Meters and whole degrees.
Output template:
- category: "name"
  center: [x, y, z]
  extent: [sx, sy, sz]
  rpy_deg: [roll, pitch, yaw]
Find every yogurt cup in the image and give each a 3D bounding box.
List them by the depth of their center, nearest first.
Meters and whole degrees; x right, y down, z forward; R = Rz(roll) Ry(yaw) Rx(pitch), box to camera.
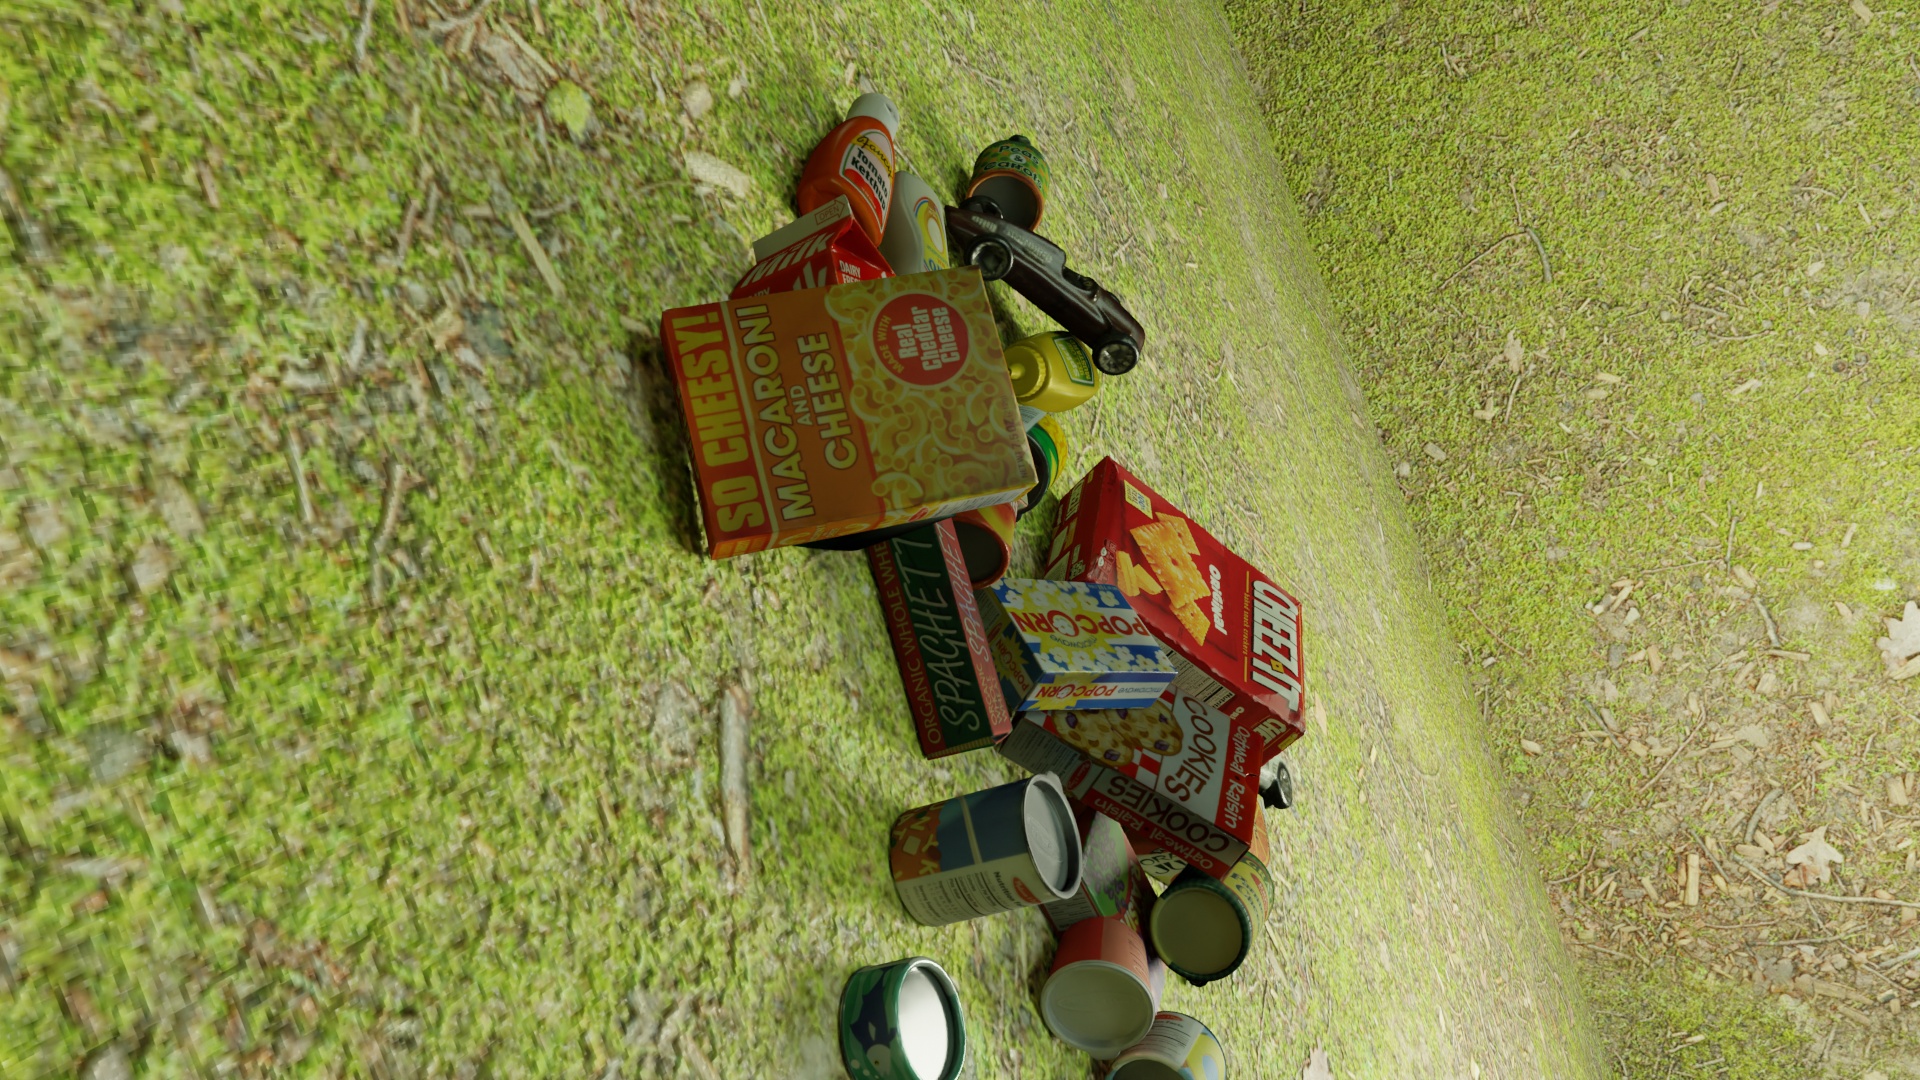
- category: "yogurt cup"
  center: [0.085, 0.268, 0.846]
  extent: [0.072, 0.072, 0.054]
  rpy_deg: [62, 18, -17]

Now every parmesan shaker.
- category: "parmesan shaker"
  center: [0.171, 0.252, 0.935]
  extent: [0.103, 0.071, 0.071]
  rpy_deg: [-5, 76, -69]

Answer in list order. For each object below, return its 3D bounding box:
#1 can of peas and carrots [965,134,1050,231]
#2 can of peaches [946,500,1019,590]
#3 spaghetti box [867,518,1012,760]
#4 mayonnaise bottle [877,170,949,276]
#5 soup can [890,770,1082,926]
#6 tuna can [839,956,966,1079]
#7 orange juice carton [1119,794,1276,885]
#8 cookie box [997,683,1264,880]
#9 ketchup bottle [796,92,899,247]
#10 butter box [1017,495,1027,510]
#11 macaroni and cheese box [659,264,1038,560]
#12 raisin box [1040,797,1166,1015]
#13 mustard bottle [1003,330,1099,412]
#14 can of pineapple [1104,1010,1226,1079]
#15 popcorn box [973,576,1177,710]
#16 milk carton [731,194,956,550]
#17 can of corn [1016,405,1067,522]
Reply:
- category: "can of peas and carrots"
  center: [0.040, -0.292, 1.152]
  extent: [0.070, 0.071, 0.059]
  rpy_deg: [54, 30, -31]
- category: "can of peaches"
  center: [0.003, -0.011, 0.874]
  extent: [0.071, 0.071, 0.058]
  rpy_deg: [53, 31, -32]
- category: "spaghetti box"
  center: [-0.028, 0.004, 0.825]
  extent: [0.029, 0.050, 0.250]
  rpy_deg: [-1, 74, -63]
- category: "mayonnaise bottle"
  center: [-0.029, -0.181, 0.966]
  extent: [0.064, 0.041, 0.148]
  rpy_deg: [30, 46, -56]
- category: "soup can"
  center: [0.014, 0.166, 0.752]
  extent: [0.071, 0.083, 0.072]
  rpy_deg: [44, 35, -44]
- category: "tuna can"
  center: [-0.027, 0.240, 0.675]
  extent: [0.071, 0.033, 0.071]
  rpy_deg: [44, 35, -43]
- category: "orange juice carton"
  center: [0.162, 0.203, 1.034]
  extent: [0.192, 0.073, 0.072]
  rpy_deg: [40, 39, -47]
- category: "cookie box"
  center: [0.120, 0.137, 0.933]
  extent: [0.167, 0.040, 0.123]
  rpy_deg: [30, 31, 0]
- category: "ketchup bottle"
  center: [-0.070, -0.252, 0.934]
  extent: [0.064, 0.043, 0.149]
  rpy_deg: [52, 30, -33]
- category: "butter box"
  center: [-0.003, -0.047, 0.909]
  extent: [0.103, 0.053, 0.024]
  rpy_deg: [43, 33, -45]
- category: "macaroni and cheese box"
  center: [-0.057, -0.066, 0.707]
  extent: [0.040, 0.167, 0.124]
  rpy_deg: [135, -58, -69]
- category: "raisin box"
  center: [0.095, 0.240, 0.913]
  extent: [0.123, 0.040, 0.086]
  rpy_deg: [63, 25, -17]
- category: "mustard bottle"
  center: [0.064, -0.134, 1.109]
  extent: [0.065, 0.048, 0.161]
  rpy_deg: [65, 25, 3]
- category: "can of pineapple"
  center: [0.129, 0.342, 0.876]
  extent: [0.058, 0.071, 0.071]
  rpy_deg: [-19, 89, -65]
- category: "popcorn box"
  center: [0.071, 0.068, 0.909]
  extent: [0.127, 0.038, 0.085]
  rpy_deg: [5, 41, -40]
- category: "milk carton"
  center: [-0.070, -0.096, 0.786]
  extent: [0.073, 0.072, 0.191]
  rpy_deg: [6, 66, -62]
- category: "can of corn"
  center: [0.038, -0.055, 0.983]
  extent: [0.071, 0.071, 0.058]
  rpy_deg: [65, 25, -11]
